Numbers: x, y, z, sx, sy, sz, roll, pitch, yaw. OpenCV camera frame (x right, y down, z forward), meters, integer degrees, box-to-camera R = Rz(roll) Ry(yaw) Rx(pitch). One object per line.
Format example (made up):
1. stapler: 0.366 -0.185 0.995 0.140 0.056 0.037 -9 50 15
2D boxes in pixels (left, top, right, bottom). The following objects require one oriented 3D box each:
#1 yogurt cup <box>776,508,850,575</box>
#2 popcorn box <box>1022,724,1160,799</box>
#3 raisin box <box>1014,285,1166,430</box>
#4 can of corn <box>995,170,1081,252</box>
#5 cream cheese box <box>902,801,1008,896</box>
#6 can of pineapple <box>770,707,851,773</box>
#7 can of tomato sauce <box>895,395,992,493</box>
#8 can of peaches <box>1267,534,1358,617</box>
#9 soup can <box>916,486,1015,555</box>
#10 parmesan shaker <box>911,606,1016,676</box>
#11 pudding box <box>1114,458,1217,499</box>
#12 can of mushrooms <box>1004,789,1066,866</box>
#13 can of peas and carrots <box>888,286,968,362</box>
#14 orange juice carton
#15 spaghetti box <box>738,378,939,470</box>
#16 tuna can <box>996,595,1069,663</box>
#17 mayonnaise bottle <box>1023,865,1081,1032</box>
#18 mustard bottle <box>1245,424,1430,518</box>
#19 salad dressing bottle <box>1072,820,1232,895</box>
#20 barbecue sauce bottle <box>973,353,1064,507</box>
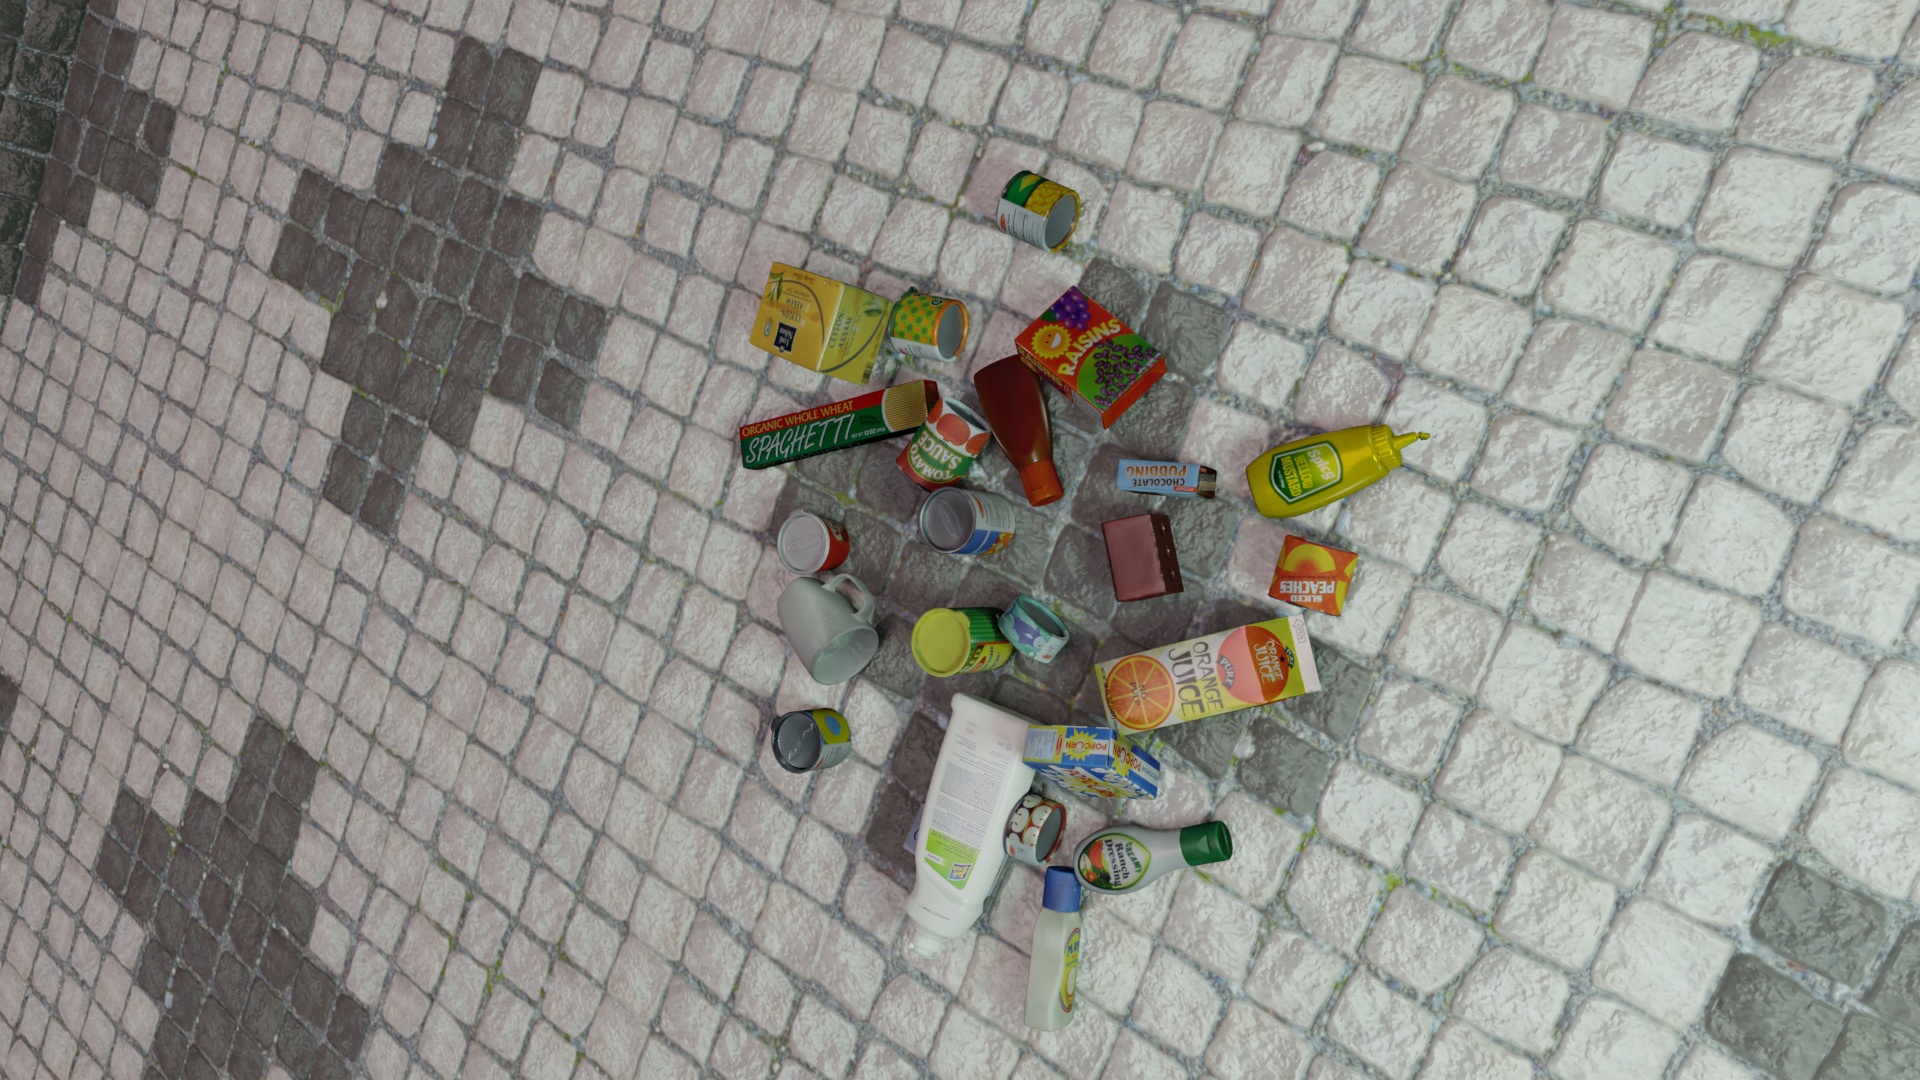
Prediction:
1. yogurt cup: -0.156 0.004 1.497 0.072 0.054 0.072 -1 87 30
2. popcorn box: 0.123 0.206 1.287 0.085 0.126 0.038 -2 67 30
3. raisin box: 0.125 -0.178 1.340 0.086 0.040 0.123 -44 66 -7
4. can of corn: 0.079 -0.327 1.376 0.058 0.071 0.071 30 103 27
5. cream cheese box: -0.006 0.314 1.414 0.104 0.024 0.053 28 100 28
6. can of pineapple: -0.160 0.212 1.487 0.071 0.058 0.071 -2 87 29
7. can of tomato sauce: -0.016 -0.096 1.414 0.071 0.071 0.083 43 108 24
8. can of peaches: 0.310 0.030 1.223 0.071 0.071 0.058 19 96 29
9. soup can: 0.005 -0.017 1.390 0.071 0.084 0.071 -2 87 30
10. parmesan shaker: 0.008 0.097 1.372 0.071 0.103 0.071 -1 88 30
11. pudding box: 0.193 -0.057 1.306 0.083 0.050 0.030 6 89 30
12. can of mushrooms: 0.075 0.279 1.348 0.033 0.071 0.071 17 96 29
13. can of peas and carrots: -0.031 -0.222 1.432 0.059 0.071 0.071 16 96 28
14. orange juice carton: 0.228 0.124 1.263 0.192 0.073 0.072 -18 79 27
15. spaghetti box: -0.135 -0.123 1.507 0.249 0.029 0.050 -11 82 28
16. tuna can: 0.070 0.085 1.358 0.071 0.071 0.032 47 108 23
17. mayonnaise bottle: 0.092 0.390 1.335 0.041 0.065 0.148 5 87 27
18. mustard bottle: 0.334 -0.069 1.226 0.160 0.049 0.065 -22 79 27
19. salad dressing bottle: 0.179 0.292 1.299 0.147 0.044 0.064 -18 78 27
20. barbecue sauce bottle: 0.063 -0.108 1.385 0.065 0.044 0.149 -23 77 22
